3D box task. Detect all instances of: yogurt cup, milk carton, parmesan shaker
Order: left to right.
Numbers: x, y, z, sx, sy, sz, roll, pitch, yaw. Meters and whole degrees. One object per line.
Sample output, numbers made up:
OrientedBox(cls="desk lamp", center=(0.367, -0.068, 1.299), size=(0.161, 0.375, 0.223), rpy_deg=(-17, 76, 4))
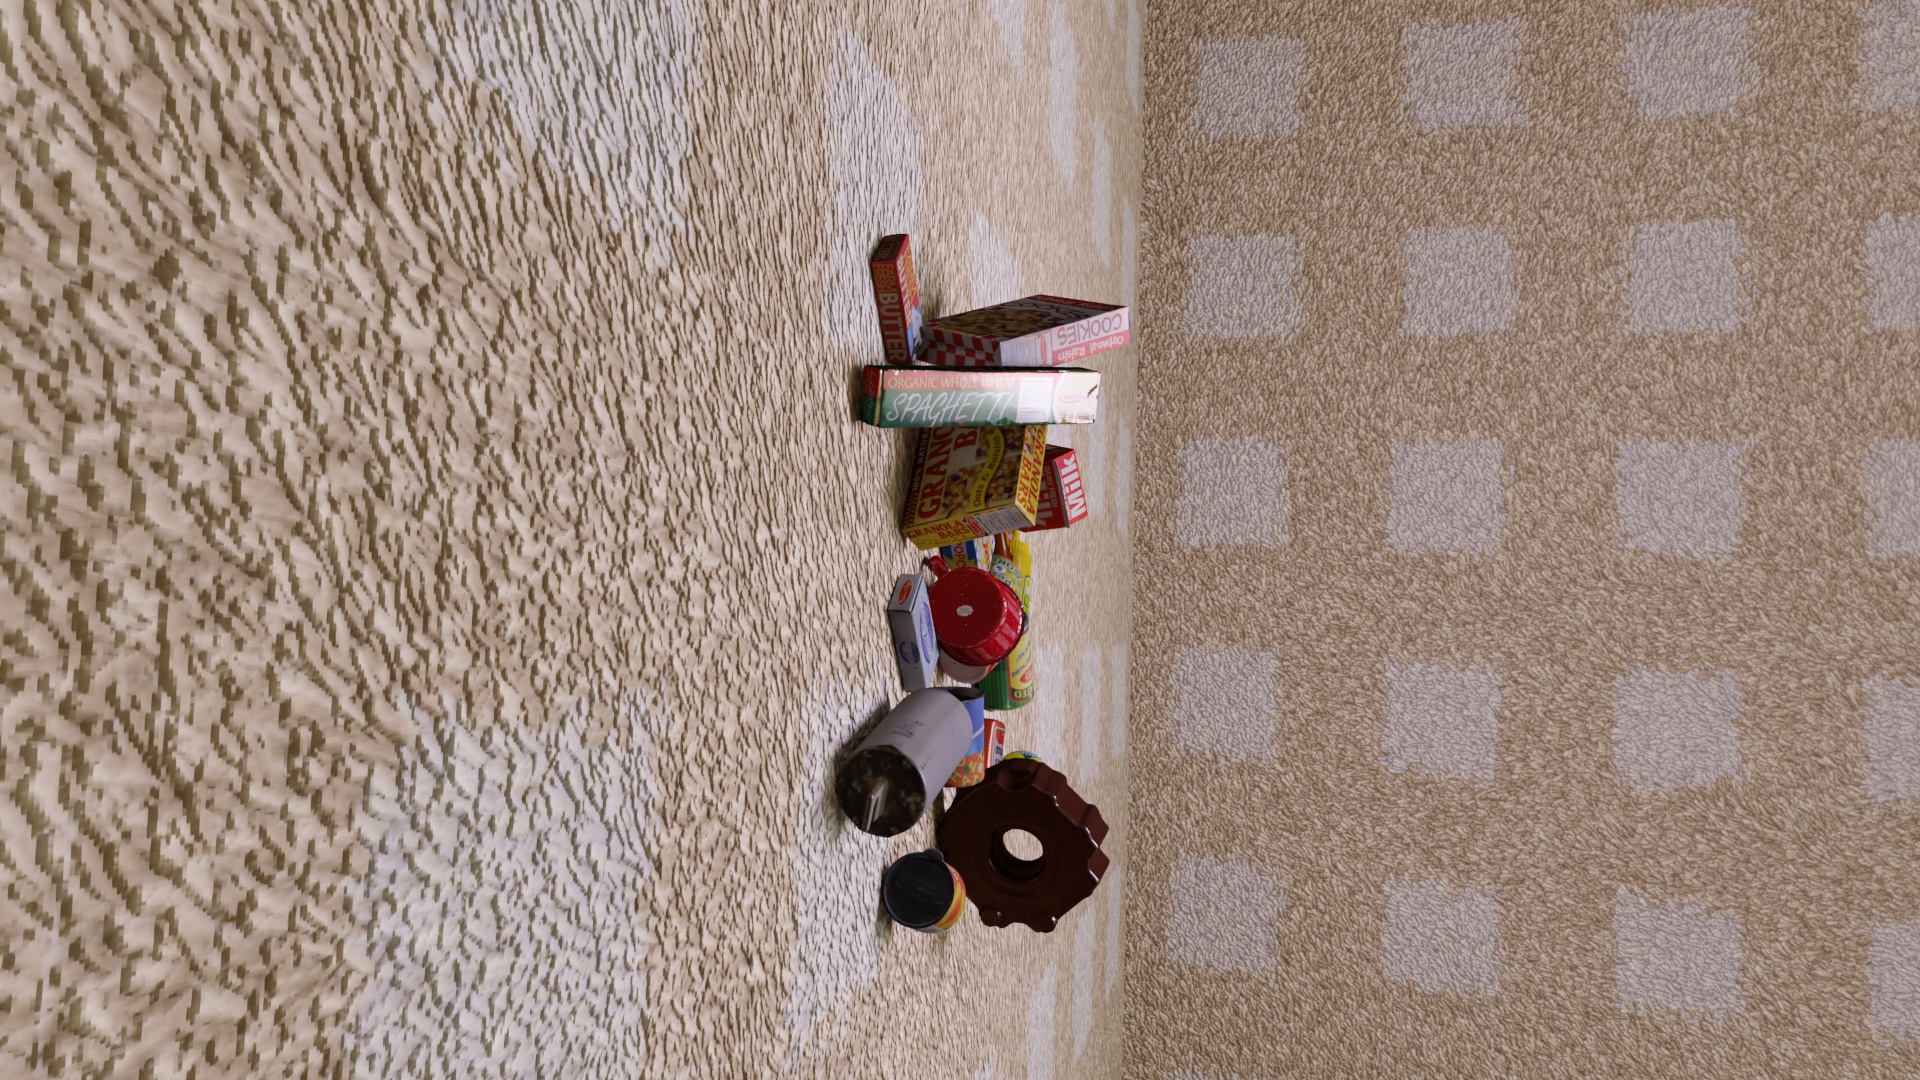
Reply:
OrientedBox(cls="yogurt cup", center=(0.011, 0.111, 1.431), size=(0.054, 0.072, 0.072), rpy_deg=(-51, 141, -57))
OrientedBox(cls="parmesan shaker", center=(0.047, 0.135, 1.585), size=(0.071, 0.071, 0.102), rpy_deg=(-64, 152, -62))
OrientedBox(cls="milk carton", center=(0.075, -0.057, 1.445), size=(0.190, 0.073, 0.072), rpy_deg=(-156, -129, -72))

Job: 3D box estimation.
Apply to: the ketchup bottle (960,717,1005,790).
OrientedBox(cls="ketchup bottle", center=(0.022, 0.273, 1.530), size=(0.064, 0.043, 0.149), rpy_deg=(56, 37, -69))

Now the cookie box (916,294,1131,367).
OrientedBox(cls="cookie box", center=(0.060, -0.195, 1.317), size=(0.168, 0.123, 0.040), rpy_deg=(-20, 116, -36))

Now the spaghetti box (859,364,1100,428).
OrientedBox(cls="spaghetti box", center=(0.021, -0.125, 1.200), size=(0.251, 0.029, 0.050), rpy_deg=(-5, 107, -39))

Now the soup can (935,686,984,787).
OrientedBox(cls="soup can", center=(-0.012, 0.188, 1.330), size=(0.071, 0.071, 0.083), rpy_deg=(-29, 119, -76))

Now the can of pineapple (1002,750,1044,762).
OrientedBox(cls="can of pineapple", center=(0.073, 0.299, 1.700), size=(0.058, 0.071, 0.070), rpy_deg=(-53, 142, -69))

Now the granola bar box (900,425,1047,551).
OrientedBox(cls="granola bar box", center=(0.016, -0.079, 1.293), size=(0.039, 0.124, 0.166), rpy_deg=(47, 41, -42))

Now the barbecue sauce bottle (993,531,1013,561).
OrientedBox(cls="barbecue sauce bottle", center=(0.039, -0.004, 1.585), size=(0.065, 0.044, 0.148), rpy_deg=(-58, 147, -71))

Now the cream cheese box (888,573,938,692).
OrientedBox(cls="cream cheese box", center=(-0.042, 0.086, 1.276), size=(0.054, 0.024, 0.103), rpy_deg=(-73, 159, -50))

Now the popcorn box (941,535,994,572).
OrientedBox(cls="popcorn box", center=(0.005, -0.018, 1.447), size=(0.085, 0.038, 0.126), rpy_deg=(-75, 161, -51))

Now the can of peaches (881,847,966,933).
OrientedBox(cls="can of peaches", center=(-0.031, 0.314, 1.243), size=(0.058, 0.071, 0.071), rpy_deg=(62, 31, -66))

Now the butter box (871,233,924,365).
OrientedBox(cls="butter box", center=(-0.054, -0.209, 1.207), size=(0.053, 0.024, 0.103), rpy_deg=(-74, 161, -51))

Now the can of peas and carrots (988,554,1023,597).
OrientedBox(cls="can of peas and carrots", center=(0.033, 0.055, 1.509), size=(0.059, 0.071, 0.070), rpy_deg=(-69, 157, -58))

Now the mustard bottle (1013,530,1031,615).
OrientedBox(cls="mustard bottle", center=(0.060, 0.051, 1.669), size=(0.065, 0.049, 0.161), rpy_deg=(67, 27, -64))
